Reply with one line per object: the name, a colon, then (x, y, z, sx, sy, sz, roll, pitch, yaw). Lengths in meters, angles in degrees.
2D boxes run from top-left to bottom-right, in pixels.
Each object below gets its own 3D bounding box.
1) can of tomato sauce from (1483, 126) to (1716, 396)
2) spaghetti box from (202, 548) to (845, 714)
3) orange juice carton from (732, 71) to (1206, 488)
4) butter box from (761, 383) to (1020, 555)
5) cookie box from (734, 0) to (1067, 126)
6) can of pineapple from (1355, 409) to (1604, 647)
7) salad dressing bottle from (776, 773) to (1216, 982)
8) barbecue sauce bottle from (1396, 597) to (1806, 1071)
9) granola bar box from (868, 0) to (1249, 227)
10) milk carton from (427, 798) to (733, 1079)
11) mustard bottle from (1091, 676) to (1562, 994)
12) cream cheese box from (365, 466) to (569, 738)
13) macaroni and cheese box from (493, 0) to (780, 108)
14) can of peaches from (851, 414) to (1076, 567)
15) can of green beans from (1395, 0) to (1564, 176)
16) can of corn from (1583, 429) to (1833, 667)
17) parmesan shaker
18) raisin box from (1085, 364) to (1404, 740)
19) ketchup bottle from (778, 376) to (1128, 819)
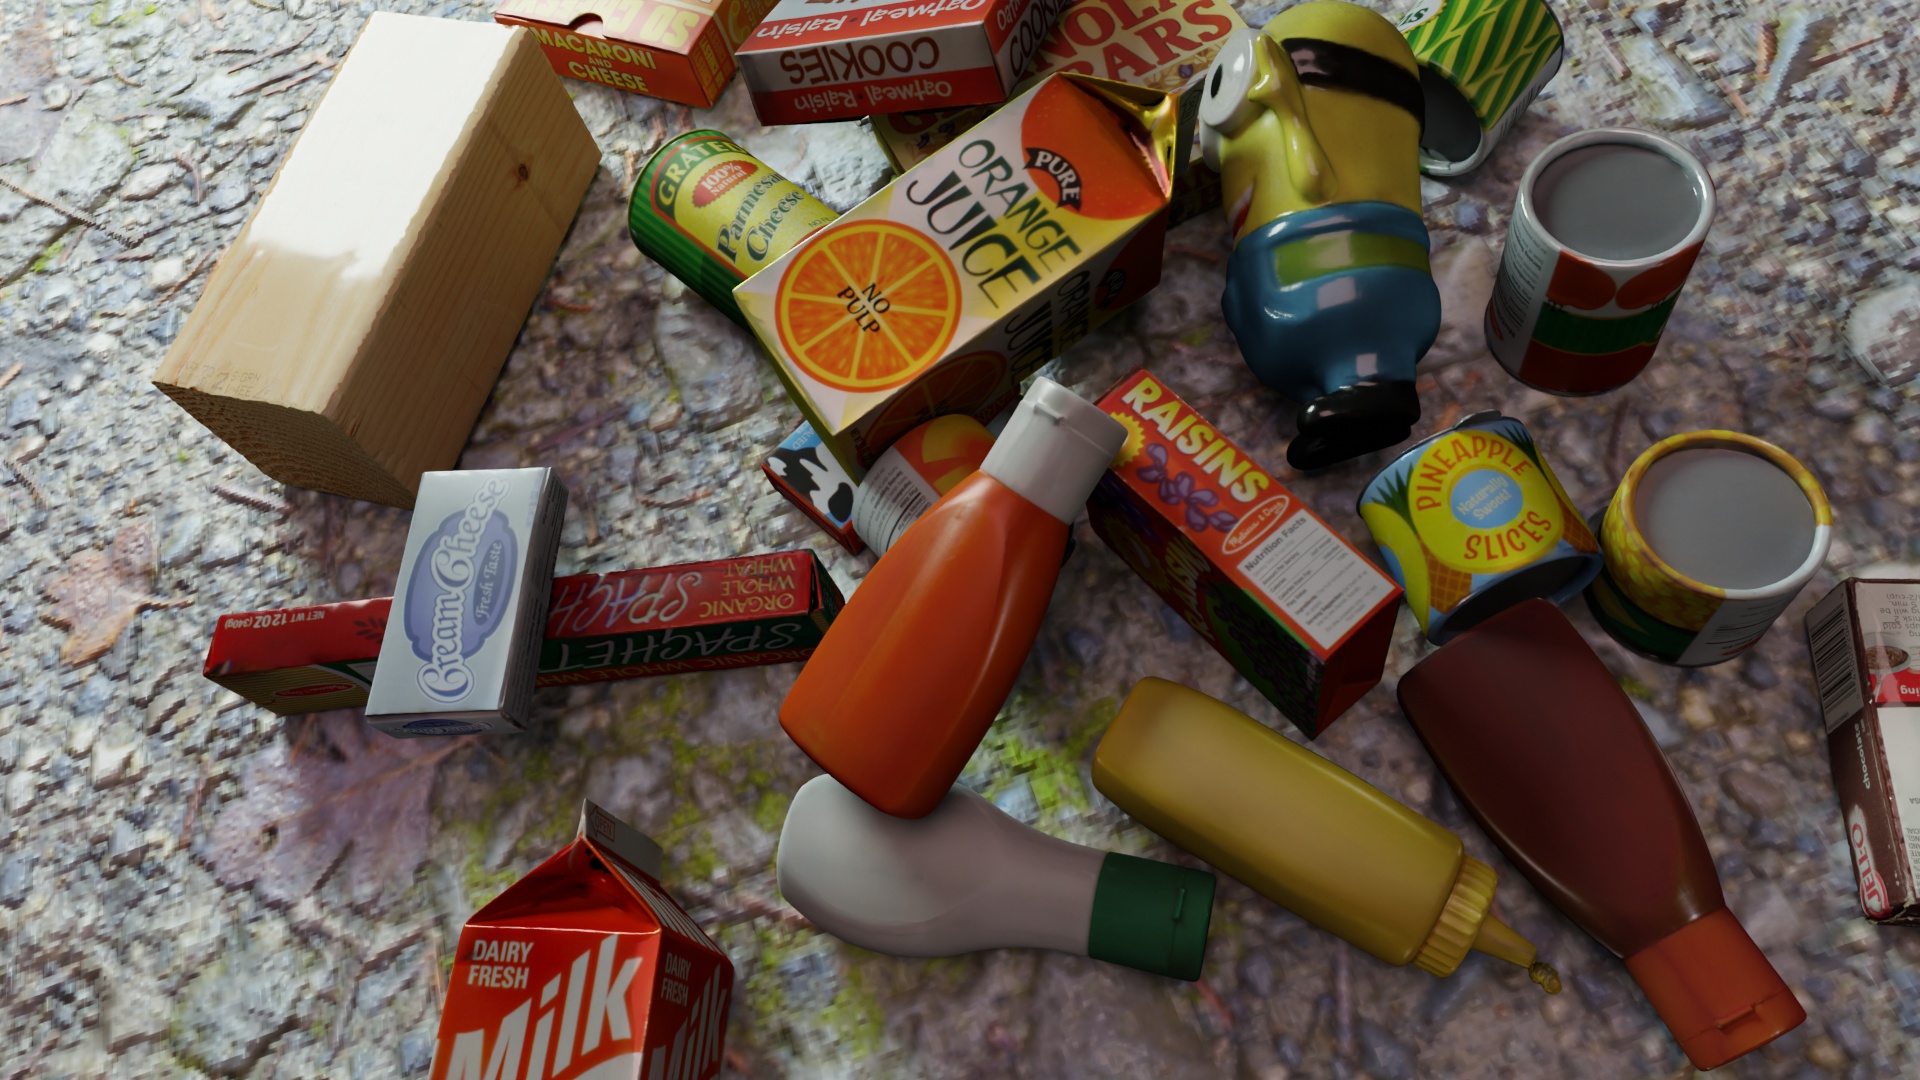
can of tomato sauce: (0.242, -0.105, 0.527, 0.071, 0.082, 0.071, -5, 63, 9)
spaghetti box: (-0.170, 0.038, 0.553, 0.250, 0.050, 0.029, -7, 64, 7)
orange juice carton: (0.015, -0.109, 0.541, 0.193, 0.071, 0.073, -35, 74, -5)
butter box: (-0.028, -0.048, 0.584, 0.053, 0.024, 0.104, 40, 76, 25)
cookie box: (-0.012, -0.254, 0.640, 0.123, 0.040, 0.168, 2, 47, 27)
can of pineapple: (0.184, -0.003, 0.494, 0.071, 0.070, 0.058, -21, 62, 0)
salad dressing bottle: (0.012, 0.118, 0.481, 0.148, 0.043, 0.064, 9, 58, 14)
barbecue sauce bottle: (0.209, 0.095, 0.454, 0.065, 0.043, 0.149, -35, 62, 12)
granola bar box: (0.054, -0.189, 0.632, 0.166, 0.039, 0.124, -27, 62, -3)
milk carton: (-0.127, 0.187, 0.456, 0.073, 0.072, 0.191, 0, 63, 11)
mustard bottle: (0.122, 0.101, 0.460, 0.160, 0.065, 0.049, 28, 76, 16)
cream cheese box: (-0.182, 0.021, 0.520, 0.053, 0.024, 0.104, -3, 62, 10)
macaroni and cheese box: (-0.149, -0.313, 0.733, 0.124, 0.040, 0.167, 18, 68, 20)
can of peaches: (0.002, -0.007, 0.535, 0.071, 0.071, 0.058, -39, 63, -9)
can of green beans: (0.211, -0.199, 0.591, 0.071, 0.071, 0.058, 35, 75, 24)
can of corn: (0.256, 0.001, 0.485, 0.071, 0.058, 0.071, -4, 63, 9)
parmesan shaker: (-0.087, -0.130, 0.614, 0.103, 0.071, 0.071, 38, 76, 25)
raisin box: (0.096, 0.005, 0.498, 0.040, 0.086, 0.123, -41, 63, -8)
ketchup bottle: (0.001, 0.016, 0.466, 0.065, 0.043, 0.148, 35, 94, 29)
